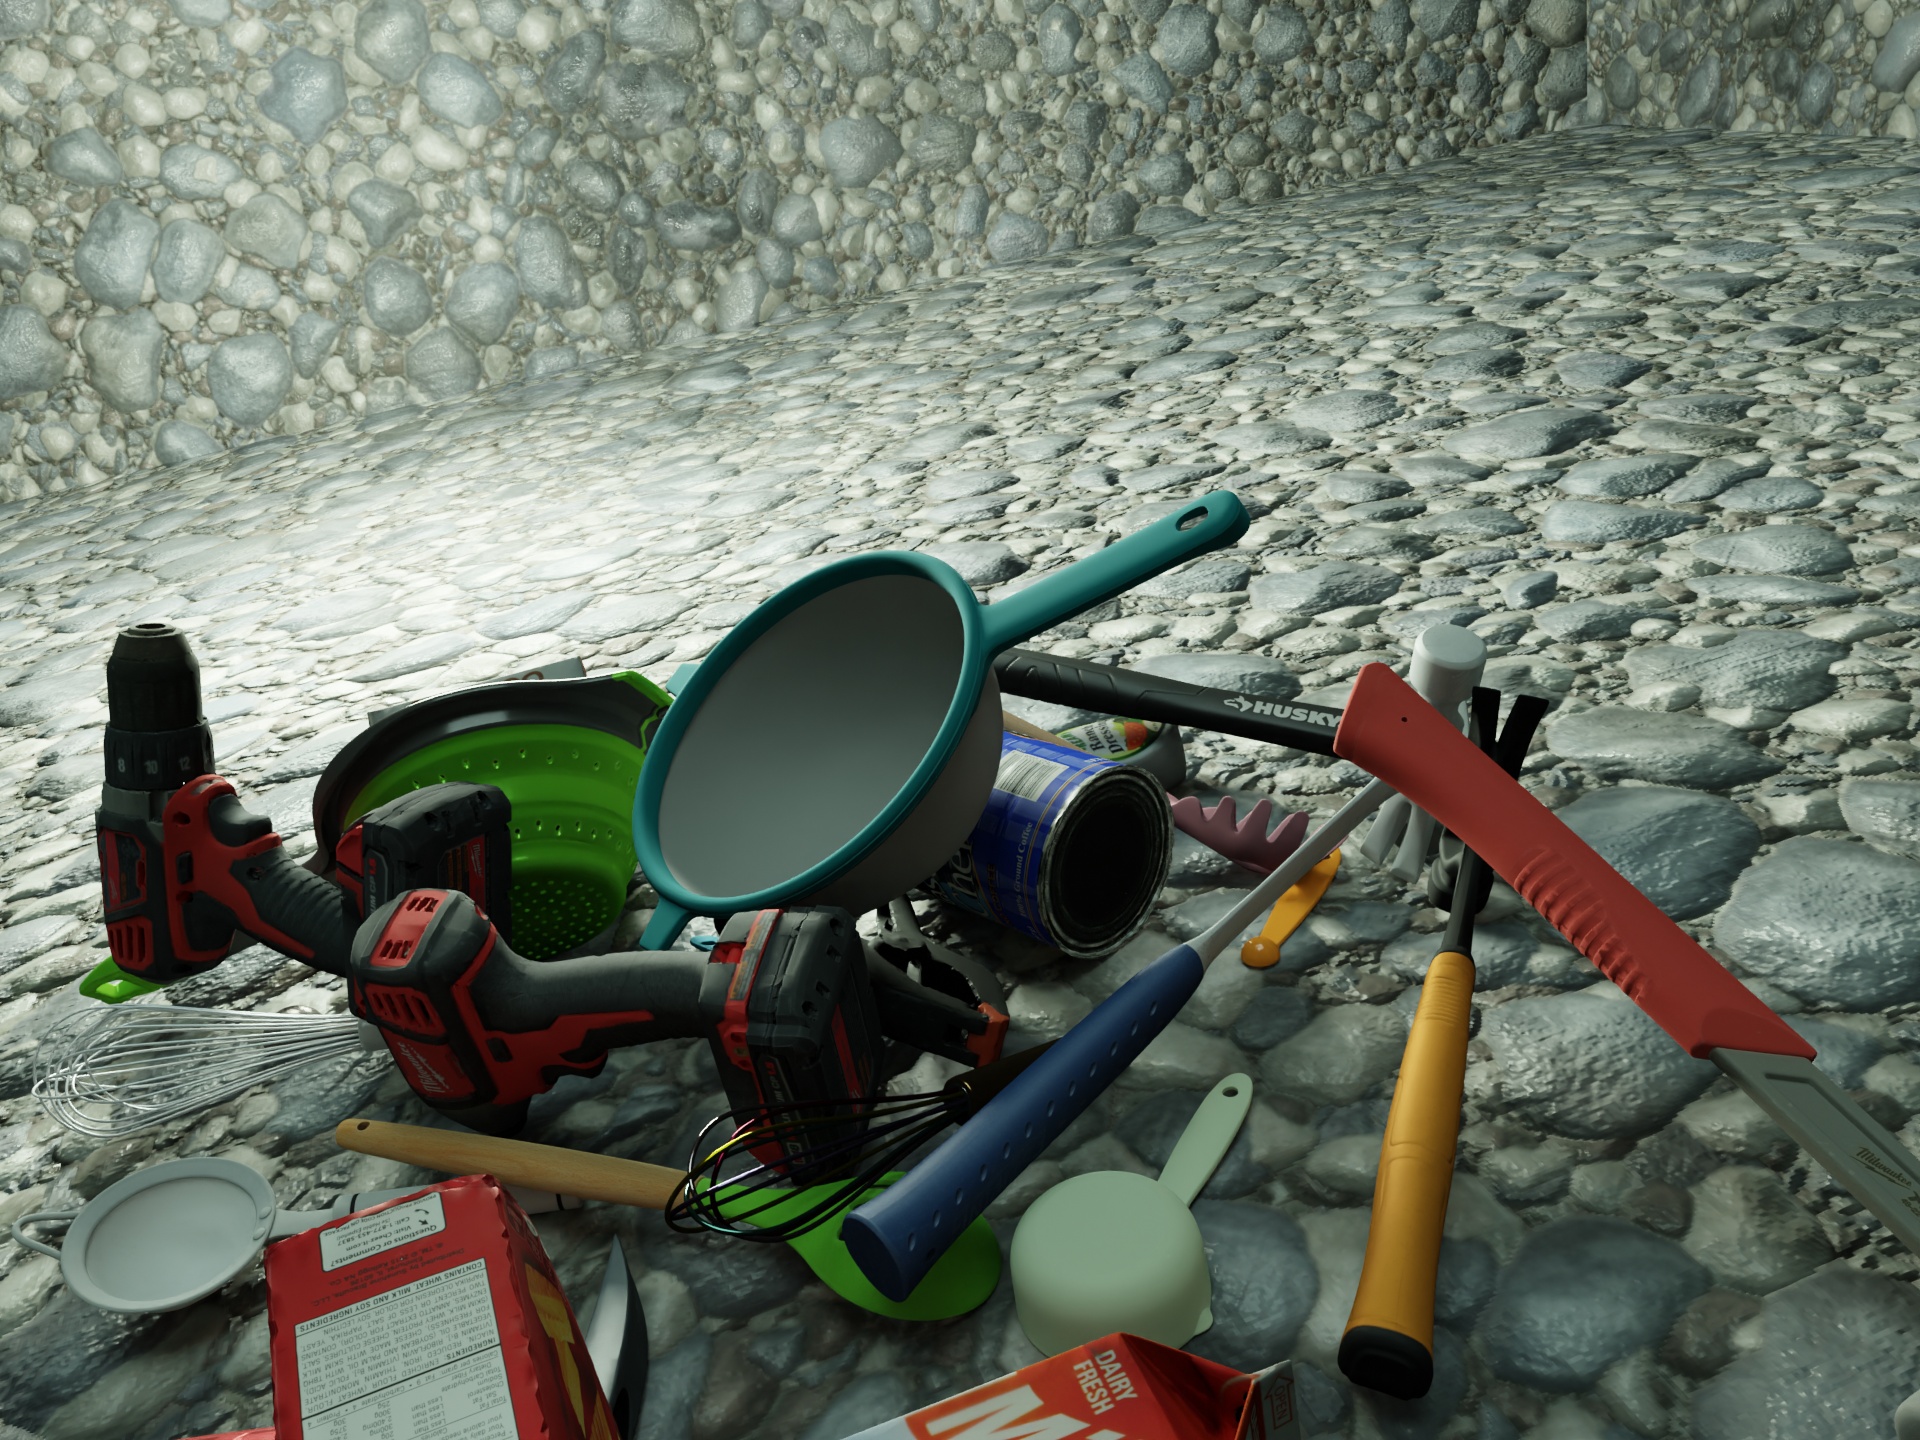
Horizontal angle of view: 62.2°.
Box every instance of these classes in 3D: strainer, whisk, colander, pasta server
[{"bbox_3d":[-0.001,-0.002,0.771,0.340,0.095,0.211,-26,42,20],"label":"strainer"},{"bbox_3d":[-0.338,0.168,0.836,0.284,0.070,0.070,-8,25,-6],"label":"whisk"},{"bbox_3d":[-0.324,0.108,0.902,0.397,0.204,0.095,-25,59,7],"label":"colander"},{"bbox_3d":[-0.015,0.163,0.659,0.245,0.047,0.051,-10,13,-42],"label":"whisk"},{"bbox_3d":[-0.279,0.224,0.707,0.258,0.050,0.087,-7,32,-4],"label":"strainer"},{"bbox_3d":[0.066,0.015,0.900,0.316,0.040,0.060,26,1,28],"label":"pasta server"}]

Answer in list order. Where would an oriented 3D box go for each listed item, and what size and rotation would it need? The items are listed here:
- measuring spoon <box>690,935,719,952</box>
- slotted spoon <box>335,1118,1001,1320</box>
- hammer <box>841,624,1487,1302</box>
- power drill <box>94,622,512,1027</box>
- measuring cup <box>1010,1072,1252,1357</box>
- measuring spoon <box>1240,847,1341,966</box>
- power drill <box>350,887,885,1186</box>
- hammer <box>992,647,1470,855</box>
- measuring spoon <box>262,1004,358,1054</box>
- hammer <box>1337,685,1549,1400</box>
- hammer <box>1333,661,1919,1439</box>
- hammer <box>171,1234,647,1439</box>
[{"bbox_3d":[-0.111,0.137,0.852,0.042,0.021,0.129,-5,8,-37],"label":"measuring spoon"},{"bbox_3d":[-0.134,0.199,0.675,0.314,0.031,0.070,4,30,19],"label":"slotted spoon"},{"bbox_3d":[0.107,0.106,0.698,0.035,0.144,0.405,31,50,32],"label":"hammer"},{"bbox_3d":[-0.344,0.054,0.806,0.227,0.188,0.080,9,16,20],"label":"power drill"},{"bbox_3d":[0.079,0.185,0.641,0.083,0.038,0.167,7,33,33],"label":"measuring cup"},{"bbox_3d":[0.174,0.092,0.829,0.021,0.011,0.117,6,30,32],"label":"measuring spoon"},{"bbox_3d":[-0.152,0.145,0.717,0.219,0.143,0.079,1,39,12],"label":"power drill"},{"bbox_3d":[0.130,-0.014,0.940,0.335,0.035,0.146,12,46,19],"label":"hammer"},{"bbox_3d":[-0.326,0.162,0.878,0.124,0.018,0.034,-8,25,4],"label":"measuring spoon"},{"bbox_3d":[0.200,0.122,0.656,0.034,0.127,0.337,13,38,16],"label":"hammer"},{"bbox_3d":[0.278,0.095,0.603,0.149,0.036,0.359,-24,51,-20],"label":"hammer"},{"bbox_3d":[-0.313,0.280,0.604,0.386,0.038,0.143,-9,24,4],"label":"hammer"}]
